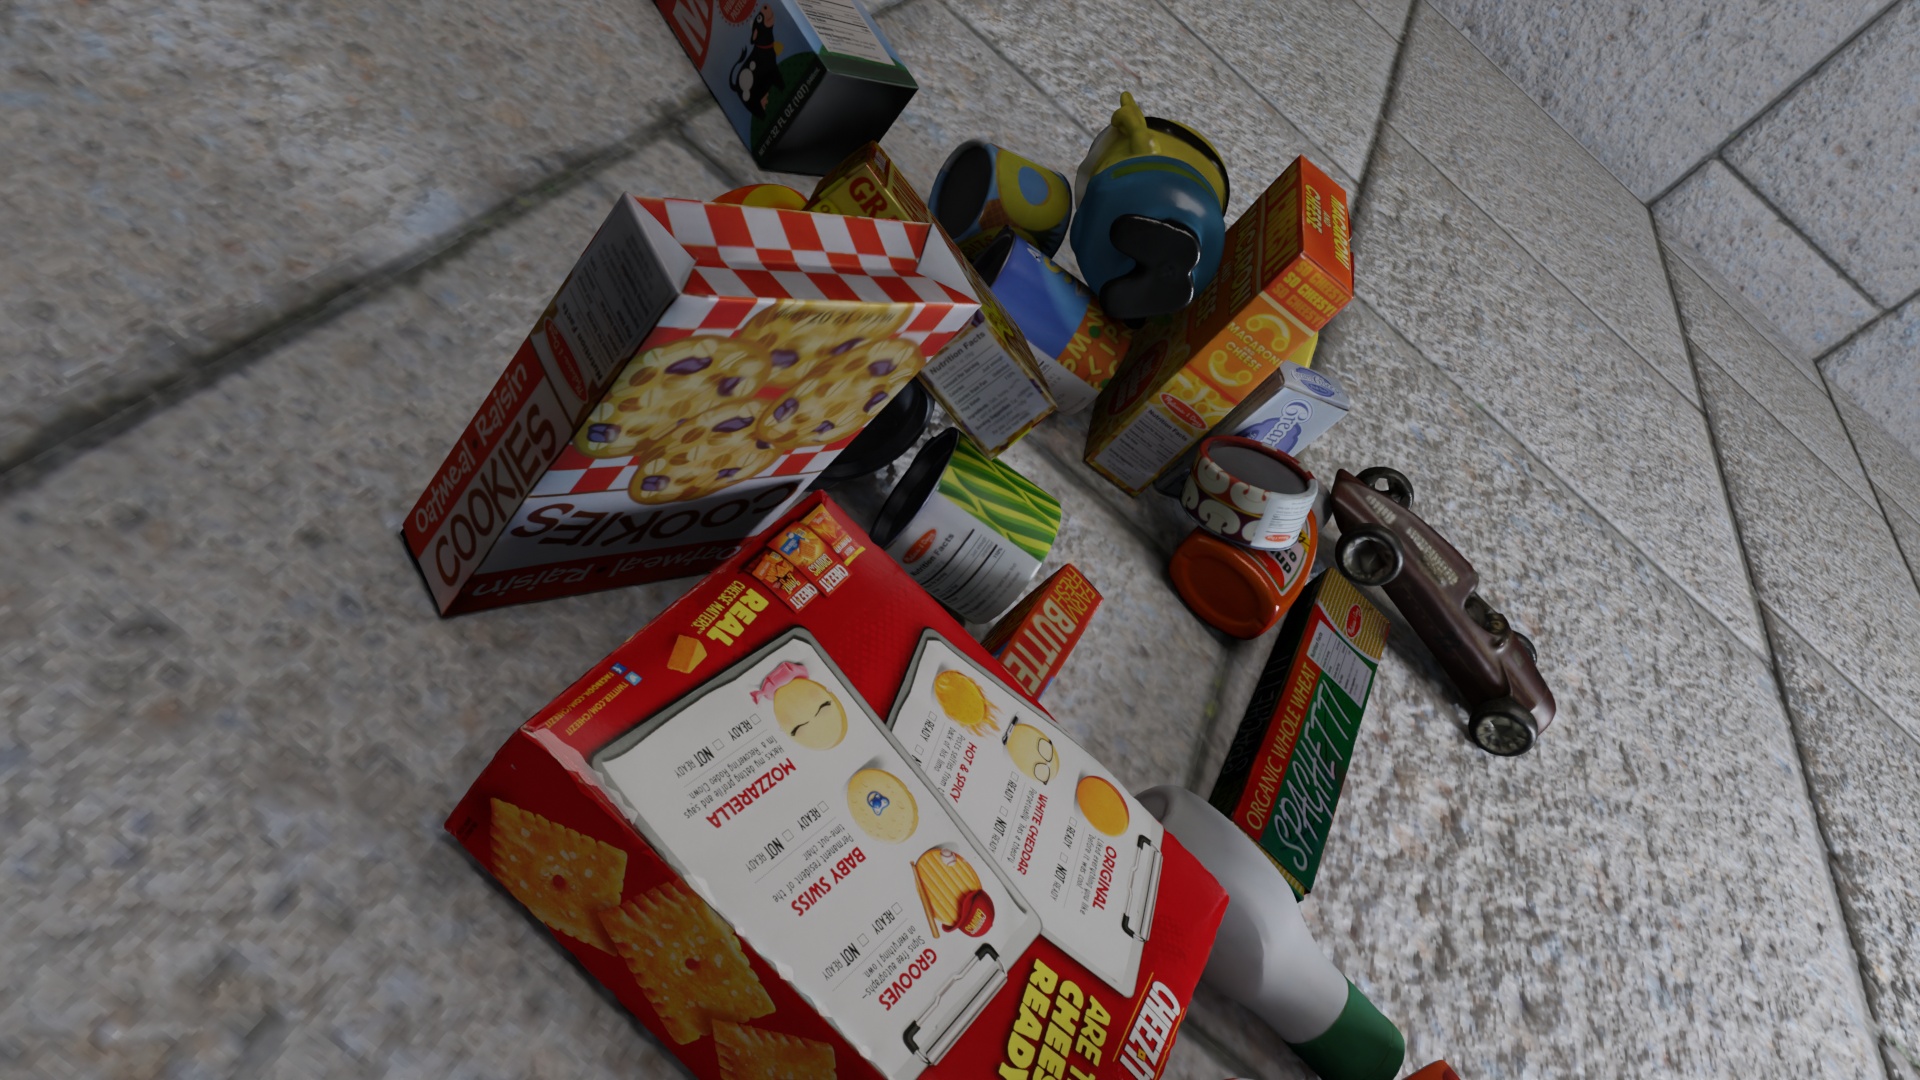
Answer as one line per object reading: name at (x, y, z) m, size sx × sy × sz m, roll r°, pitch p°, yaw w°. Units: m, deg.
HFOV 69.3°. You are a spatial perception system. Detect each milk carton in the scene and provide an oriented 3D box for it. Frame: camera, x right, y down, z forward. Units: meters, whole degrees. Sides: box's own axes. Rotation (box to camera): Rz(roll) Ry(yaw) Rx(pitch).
milk carton at (-0.111, -0.298, 0.775) m, size 0.074 × 0.072 × 0.191 m, roll -10°, pitch 63°, yaw -49°

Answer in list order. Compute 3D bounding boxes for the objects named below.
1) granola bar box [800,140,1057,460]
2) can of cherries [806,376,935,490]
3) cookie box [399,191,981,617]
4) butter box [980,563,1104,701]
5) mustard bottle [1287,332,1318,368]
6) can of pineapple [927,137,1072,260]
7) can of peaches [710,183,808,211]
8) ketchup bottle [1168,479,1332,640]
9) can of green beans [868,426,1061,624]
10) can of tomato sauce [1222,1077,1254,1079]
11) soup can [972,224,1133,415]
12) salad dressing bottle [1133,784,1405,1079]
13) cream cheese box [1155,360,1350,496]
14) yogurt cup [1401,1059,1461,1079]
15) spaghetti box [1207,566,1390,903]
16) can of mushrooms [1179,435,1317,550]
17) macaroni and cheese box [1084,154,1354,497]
granola bar box at (-0.016, -0.113, 0.617) m, size 0.124 × 0.039 × 0.166 m, roll 50°, pitch 10°, yaw -16°
can of cherries at (-0.055, -0.066, 0.603) m, size 0.071 × 0.071 × 0.058 m, roll -3°, pitch 51°, yaw -46°
cookie box at (-0.091, -0.041, 0.457) m, size 0.123 × 0.166 × 0.040 m, roll -9°, pitch 64°, yaw -49°
butter box at (0.020, 0.053, 0.569) m, size 0.024 × 0.053 × 0.104 m, roll 45°, pitch 36°, yaw -3°
mustard bottle at (0.186, -0.095, 0.874) m, size 0.049 × 0.065 × 0.161 m, roll 33°, pitch 42°, yaw -6°
can of pineapple at (0.022, -0.190, 0.803) m, size 0.058 × 0.070 × 0.071 m, roll 14°, pitch 46°, yaw -35°
can of peaches at (-0.085, -0.118, 0.622) m, size 0.071 × 0.071 × 0.058 m, roll 2°, pitch 52°, yaw -44°
ketchup bottle at (0.169, 0.002, 0.774) m, size 0.065 × 0.043 × 0.149 m, roll 43°, pitch 34°, yaw 10°
can of green beans at (0.002, -0.006, 0.598) m, size 0.058 × 0.071 × 0.071 m, roll 34°, pitch 37°, yaw -15°
can of tomato sauce at (0.067, 0.213, 0.429) m, size 0.071 × 0.082 × 0.071 m, roll 27°, pitch 39°, yaw -24°
soup can at (0.042, -0.118, 0.747) m, size 0.084 × 0.071 × 0.072 m, roll 32°, pitch 37°, yaw -18°
salad dressing bottle at (0.117, 0.162, 0.553) m, size 0.147 × 0.064 × 0.044 m, roll 47°, pitch 46°, yaw -11°
cream cheese box at (0.159, -0.057, 0.771) m, size 0.053 × 0.103 × 0.024 m, roll 15°, pitch 49°, yaw -33°
yogurt cup at (0.179, 0.238, 0.532) m, size 0.072 × 0.072 × 0.054 m, roll 1°, pitch 46°, yaw -44°
spaghetti box at (0.172, 0.091, 0.700) m, size 0.050 × 0.028 × 0.251 m, roll 44°, pitch 36°, yaw -1°
can of mushrooms at (0.149, -0.027, 0.728) m, size 0.071 × 0.033 × 0.071 m, roll 13°, pitch 30°, yaw -7°
macaroni and cheese box at (0.141, -0.117, 0.758) m, size 0.040 × 0.165 × 0.124 m, roll 35°, pitch 37°, yaw -14°
